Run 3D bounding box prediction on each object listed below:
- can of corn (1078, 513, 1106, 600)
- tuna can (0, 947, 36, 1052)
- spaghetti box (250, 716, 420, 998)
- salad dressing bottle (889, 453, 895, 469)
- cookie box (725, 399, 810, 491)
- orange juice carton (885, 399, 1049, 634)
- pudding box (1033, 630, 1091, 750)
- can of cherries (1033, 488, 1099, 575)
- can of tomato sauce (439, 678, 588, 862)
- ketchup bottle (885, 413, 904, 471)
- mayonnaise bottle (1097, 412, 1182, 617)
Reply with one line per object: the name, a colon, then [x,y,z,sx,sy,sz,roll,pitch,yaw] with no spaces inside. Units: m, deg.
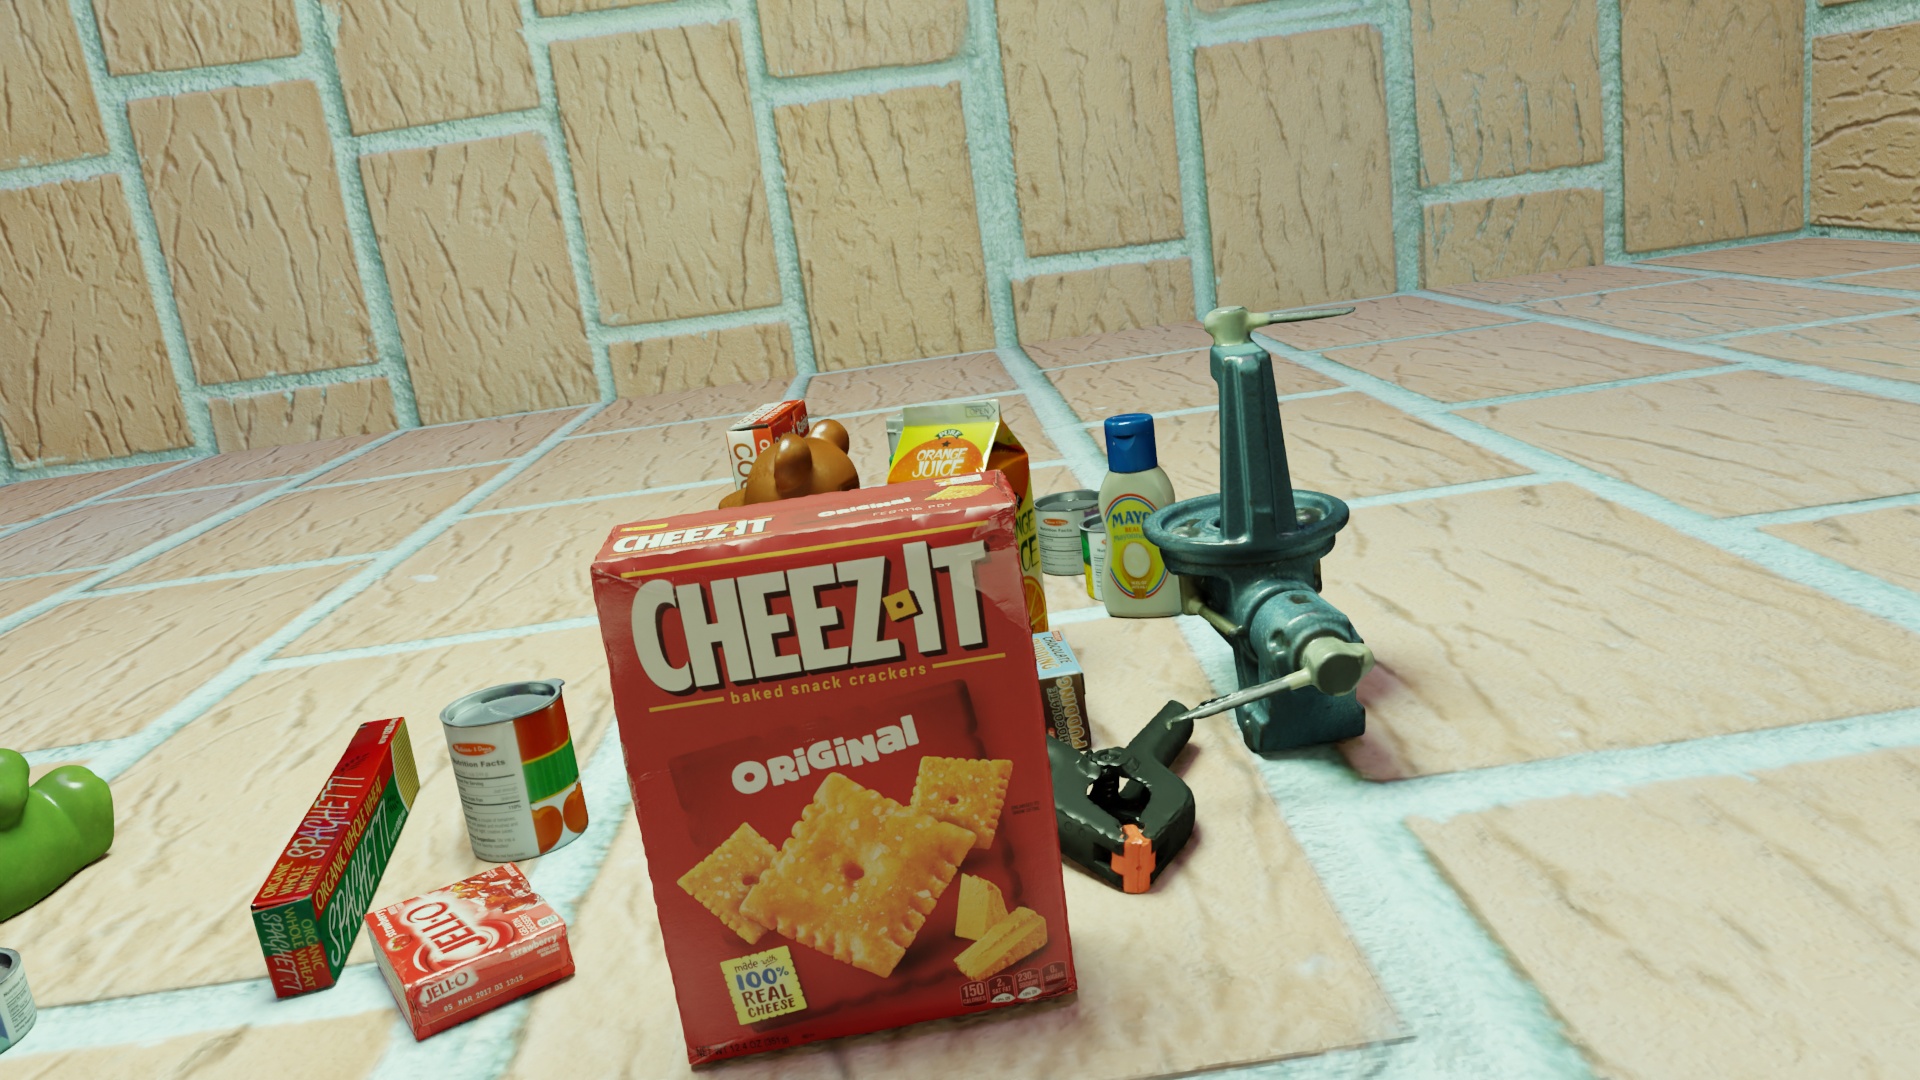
can of corn: [0.130,0.010,1.093,0.071,0.058,0.071,-7,14,2]
tuna can: [-0.474,0.222,0.645,0.071,0.032,0.071,-7,14,2]
spaghetti box: [-0.337,0.163,0.764,0.029,0.050,0.250,-10,15,-10]
salad dressing bottle: [-0.024,0.009,1.000,0.044,0.147,0.064,1,17,33]
cookie box: [-0.147,-0.025,1.156,0.040,0.167,0.123,-6,14,8]
orange juice carton: [0.005,0.003,0.916,0.072,0.192,0.073,-1,16,27]
pudding box: [0.057,0.090,0.841,0.030,0.049,0.084,-8,14,-3]
can of cherries: [0.097,-0.008,1.179,0.071,0.058,0.072,-7,14,2]
can of tomato sauce: [-0.250,0.129,0.786,0.071,0.083,0.071,-7,14,2]
ketchup bottle: [-0.035,-0.032,1.160,0.044,0.148,0.064,-19,18,-39]
mayonnaise bottle: [0.130,-0.018,1.023,0.065,0.147,0.041,-2,15,22]
